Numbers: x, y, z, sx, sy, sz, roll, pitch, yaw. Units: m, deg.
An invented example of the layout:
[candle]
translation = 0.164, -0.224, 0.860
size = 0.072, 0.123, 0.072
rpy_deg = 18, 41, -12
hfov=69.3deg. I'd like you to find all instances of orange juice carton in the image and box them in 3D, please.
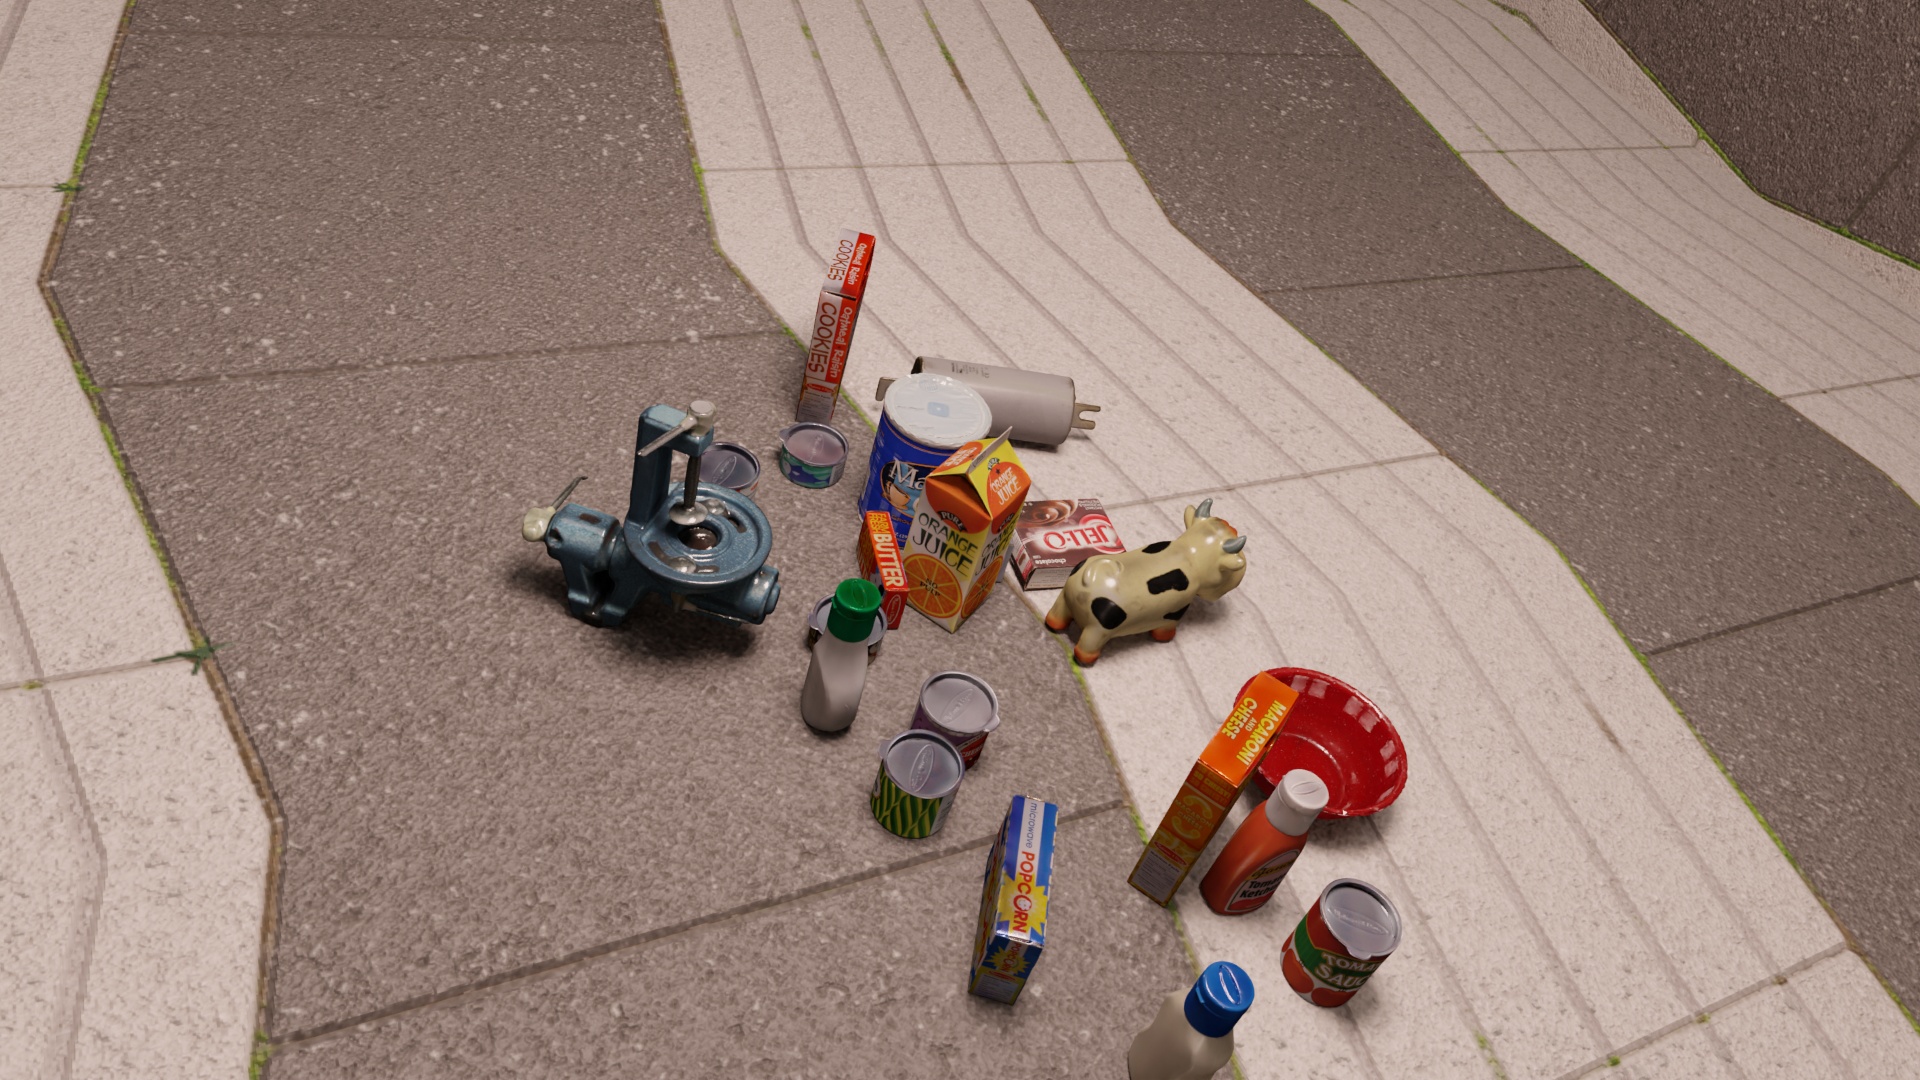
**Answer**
[orange juice carton]
translation = 0.004, -0.016, 1.243
size = 0.073, 0.191, 0.072
rpy_deg = 32, 44, 15

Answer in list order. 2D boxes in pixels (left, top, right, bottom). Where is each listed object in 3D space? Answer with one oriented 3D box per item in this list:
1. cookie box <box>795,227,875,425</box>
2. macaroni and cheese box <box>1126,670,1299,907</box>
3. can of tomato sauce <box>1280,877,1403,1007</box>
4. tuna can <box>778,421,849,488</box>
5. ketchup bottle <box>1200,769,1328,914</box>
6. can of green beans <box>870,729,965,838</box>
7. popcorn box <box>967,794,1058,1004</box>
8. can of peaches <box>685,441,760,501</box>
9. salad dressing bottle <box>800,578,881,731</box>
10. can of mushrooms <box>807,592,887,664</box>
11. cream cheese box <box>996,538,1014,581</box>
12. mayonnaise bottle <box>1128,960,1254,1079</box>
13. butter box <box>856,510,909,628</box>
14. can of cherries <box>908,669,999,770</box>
[cookie box]
translation = -0.128, -0.218, 1.429
size = 0.040, 0.166, 0.123
rpy_deg = 14, 42, -5
[macaroni and cheese box]
translation = 0.202, 0.198, 1.106
size = 0.040, 0.165, 0.124
rpy_deg = 33, 44, 16
[can of tomato sauce]
translation = 0.294, 0.315, 1.077
size = 0.071, 0.082, 0.071
rpy_deg = 10, 43, -9
[tuna can]
translation = -0.149, -0.085, 1.382
size = 0.071, 0.032, 0.071
rpy_deg = 10, 43, -9
[ketchup bottle]
translation = 0.242, 0.237, 1.092
size = 0.065, 0.148, 0.044
rpy_deg = -8, 48, -26
[can of green beans]
translation = -0.035, 0.194, 1.108
size = 0.071, 0.057, 0.071
rpy_deg = 10, 43, -9
[popcorn box]
translation = 0.040, 0.266, 1.038
size = 0.038, 0.084, 0.127
rpy_deg = 15, 42, -3
[can of peaches]
translation = -0.226, -0.051, 1.299
size = 0.071, 0.057, 0.071
rpy_deg = 10, 43, -9
[salad dressing bottle]
translation = -0.096, 0.093, 1.126
size = 0.044, 0.146, 0.064
rpy_deg = -2, 46, -21
[can of mushrooms]
translation = -0.102, 0.079, 1.223
size = 0.071, 0.033, 0.071
rpy_deg = 10, 43, -9
[cream cheese box]
translation = 0.026, -0.014, 1.352
size = 0.024, 0.053, 0.104
rpy_deg = 3, 44, -17
[mayonnaise bottle]
translation = 0.158, 0.342, 0.953
size = 0.041, 0.147, 0.065
rpy_deg = 0, 45, -20
[butter box]
translation = -0.072, 0.026, 1.276
size = 0.024, 0.052, 0.104
rpy_deg = 1, 45, -19
[can of cherries]
translation = -0.006, 0.153, 1.161
size = 0.071, 0.058, 0.072
rpy_deg = 10, 43, -9
